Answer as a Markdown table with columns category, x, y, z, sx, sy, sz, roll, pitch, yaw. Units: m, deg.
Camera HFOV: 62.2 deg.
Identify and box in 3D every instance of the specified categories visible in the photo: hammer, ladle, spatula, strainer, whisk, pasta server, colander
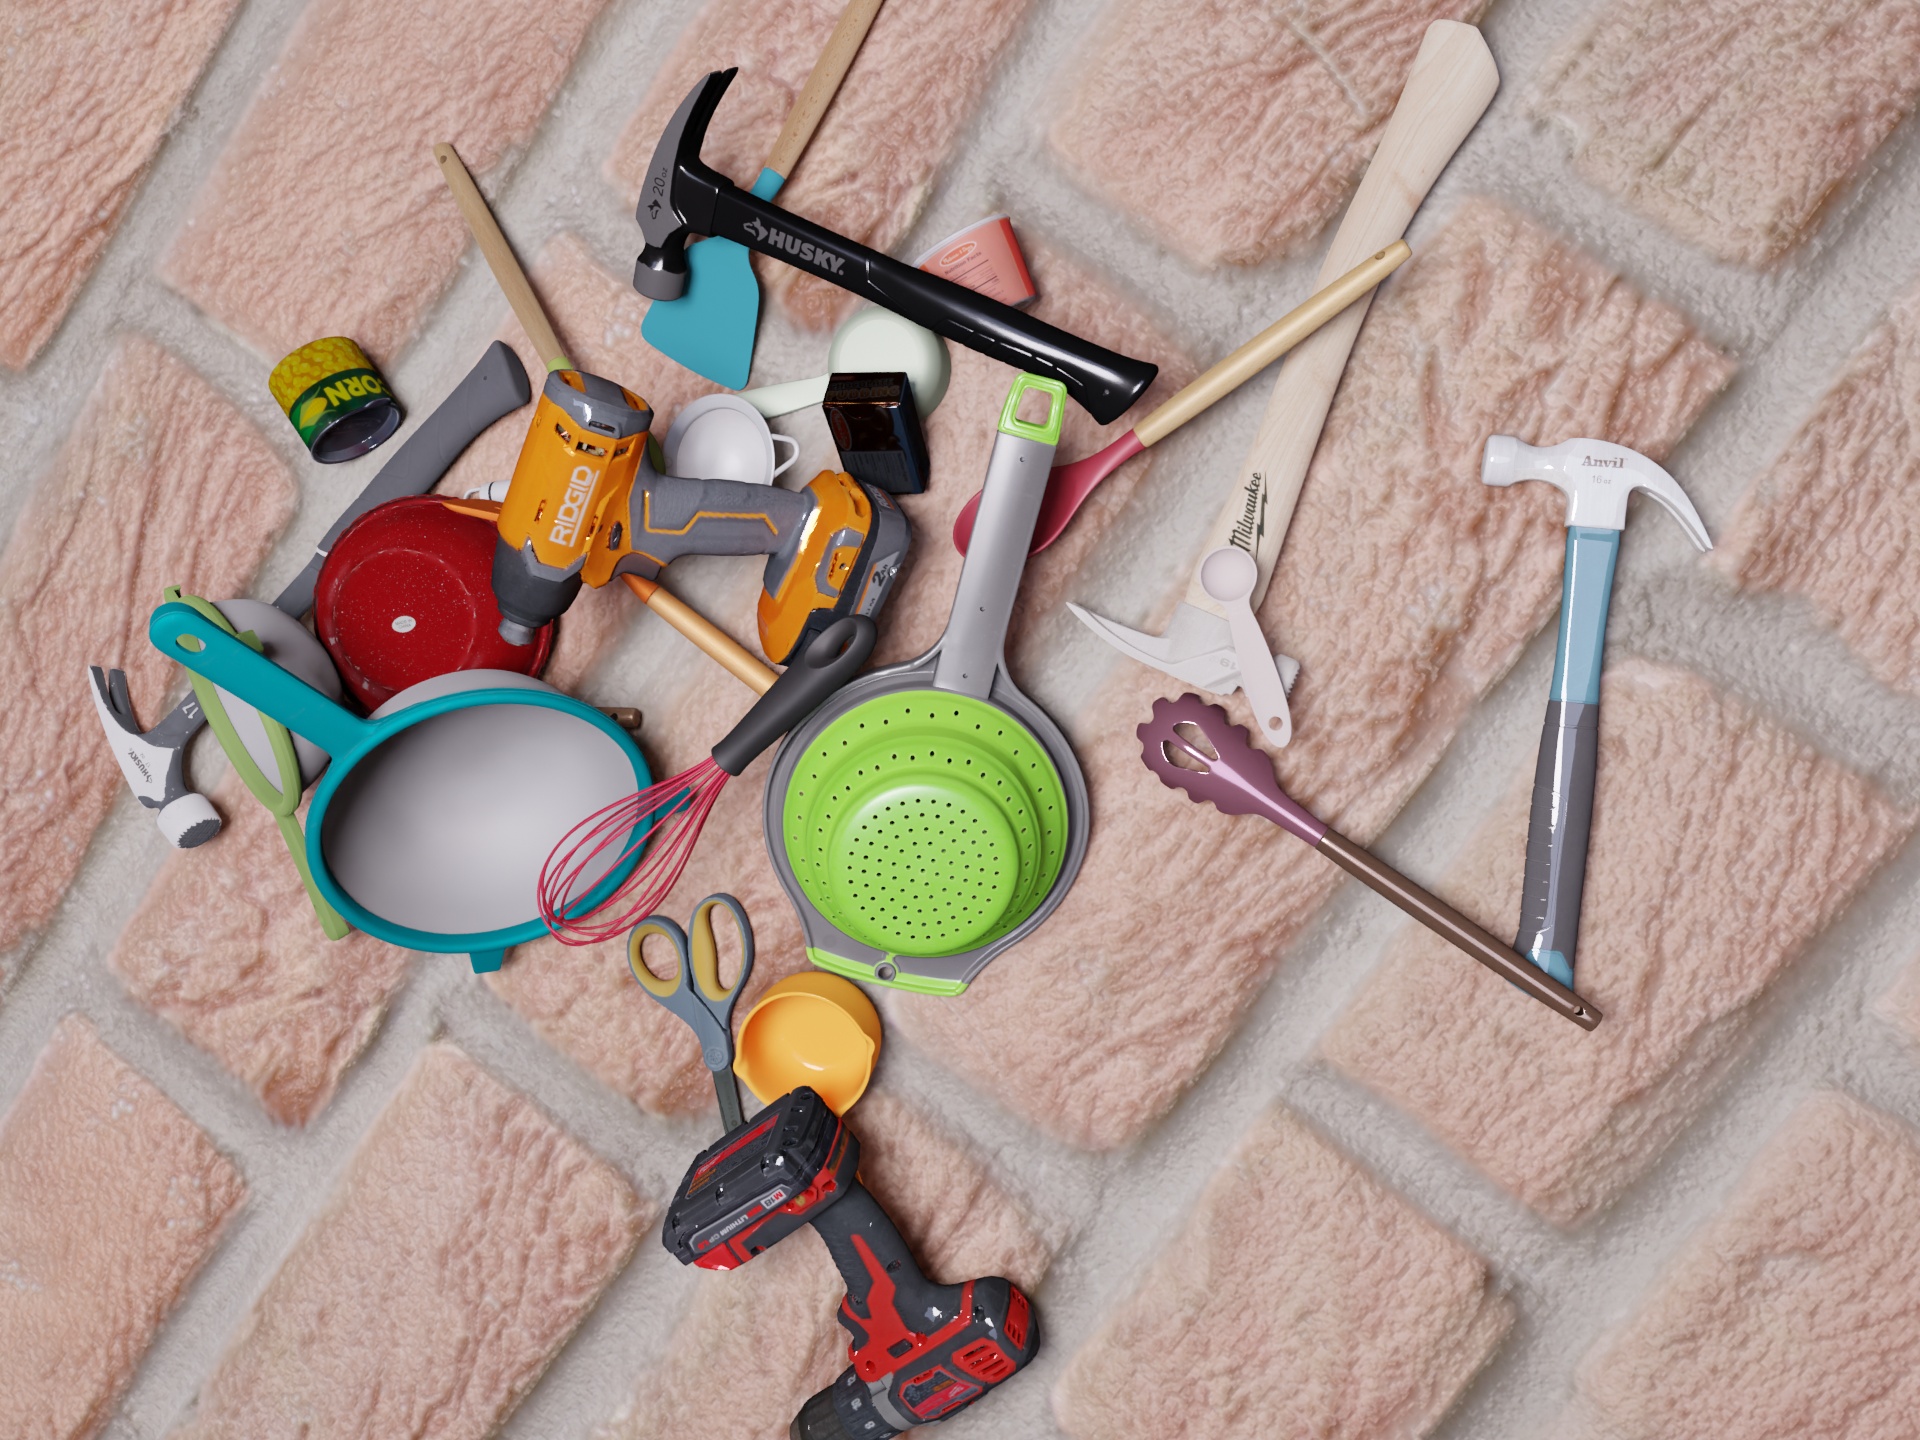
| category | x | y | z | sx | sy | sz | roll | pitch | yaw |
| --- | --- | --- | --- | --- | --- | --- | --- | --- | --- |
| hammer | -0.039 | -0.264 | 0.943 | 0.335 | 0.035 | 0.146 | 26 | 124 | 9 |
| ladle | 0.127 | -0.184 | 0.944 | 0.315 | 0.031 | 0.069 | -33 | 52 | 22 |
| hammer | 0.356 | 0.003 | 0.932 | 0.128 | 0.033 | 0.331 | 6 | 94 | 13 |
| spatula | -0.184 | -0.058 | 1.023 | 0.322 | 0.081 | 0.041 | 38 | 100 | -3 |
| strainer | -0.427 | 0.026 | 1.041 | 0.152 | 0.069 | 0.256 | 21 | 131 | 45 |
| strainer | -0.215 | -0.160 | 1.042 | 0.258 | 0.050 | 0.087 | -4 | 91 | 18 |
| whisk | -0.155 | 0.038 | 0.967 | 0.296 | 0.073 | 0.073 | -43 | 84 | 17 |
| strainer | -0.344 | 0.011 | 0.975 | 0.211 | 0.340 | 0.095 | -40 | 43 | 8 |
| hammer | 0.204 | -0.217 | 0.953 | 0.146 | 0.038 | 0.410 | 24 | 97 | 11 |
| spatula | -0.105 | -0.370 | 1.019 | 0.082 | 0.044 | 0.317 | 30 | 93 | 8 |
| hammer | -0.442 | -0.103 | 1.091 | 0.409 | 0.036 | 0.149 | -45 | 75 | 8 |
| pasta server | 0.239 | 0.084 | 0.947 | 0.316 | 0.040 | 0.060 | 35 | 99 | 12 |
| ladle | -0.277 | -0.253 | 1.020 | 0.078 | 0.062 | 0.320 | -34 | 75 | 14 |
| colander | -0.001 | -0.003 | 0.933 | 0.204 | 0.094 | 0.397 | 14 | 106 | -4 |
| spatula | -0.368 | 0.004 | 1.092 | 0.316 | 0.018 | 0.060 | -2 | 88 | 13 |

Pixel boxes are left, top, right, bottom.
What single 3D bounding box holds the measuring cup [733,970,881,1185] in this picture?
| category | x | y | z | sx | sy | sz | roll | pitch | yaw |
| --- | --- | --- | --- | --- | --- | --- | --- | --- | --- |
| measuring cup | -0.083 | 0.244 | 1.030 | 0.095 | 0.052 | 0.173 | -13 | 104 | 13 |

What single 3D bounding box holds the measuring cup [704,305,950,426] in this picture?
| category | x | y | z | sx | sy | sz | roll | pitch | yaw |
| --- | --- | --- | --- | --- | --- | --- | --- | --- | --- |
| measuring cup | -0.090 | -0.215 | 1.012 | 0.167 | 0.038 | 0.083 | -12 | 90 | 10 |

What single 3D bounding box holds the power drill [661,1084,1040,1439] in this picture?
| category | x | y | z | sx | sy | sz | roll | pitch | yaw |
| --- | --- | --- | --- | --- | --- | --- | --- | --- | --- |
| power drill | -0.085 | 0.363 | 1.003 | 0.188 | 0.080 | 0.226 | -37 | 102 | 19 |

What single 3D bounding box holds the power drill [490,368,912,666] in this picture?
| category | x | y | z | sx | sy | sz | roll | pitch | yaw |
| --- | --- | --- | --- | --- | --- | --- | --- | --- | --- |
| power drill | -0.161 | -0.098 | 0.948 | 0.226 | 0.084 | 0.164 | 15 | 113 | -28 |

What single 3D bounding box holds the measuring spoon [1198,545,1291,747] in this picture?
| category | x | y | z | sx | sy | sz | roll | pitch | yaw |
| --- | --- | --- | --- | --- | --- | --- | --- | --- | --- |
| measuring spoon | 0.172 | -0.044 | 0.940 | 0.034 | 0.018 | 0.124 | -17 | 93 | 16 |
